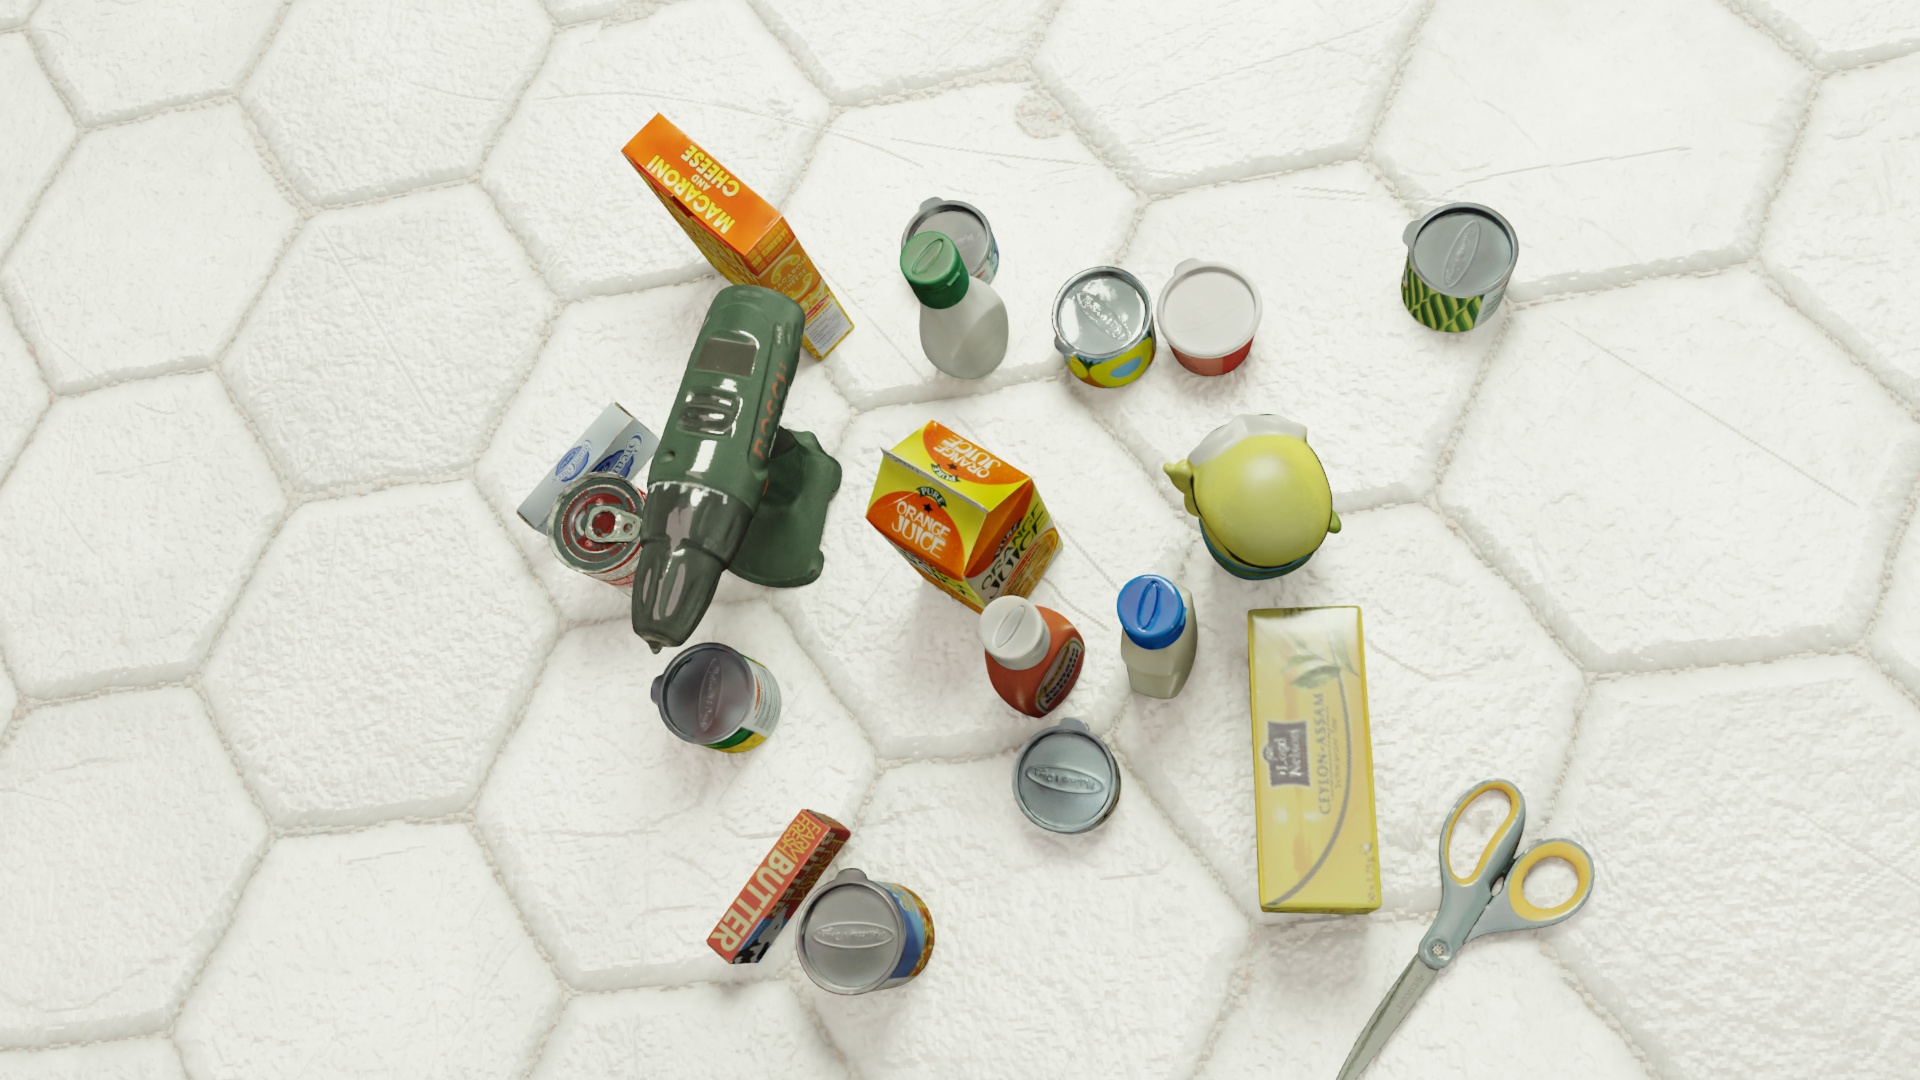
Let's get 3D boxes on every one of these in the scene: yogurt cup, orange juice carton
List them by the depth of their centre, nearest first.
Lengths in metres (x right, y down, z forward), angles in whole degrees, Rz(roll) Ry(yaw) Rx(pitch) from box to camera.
[{"bbox_3d":[0.003,-0.011,0.843,0.072,0.192,0.073,32,83,18],"label":"orange juice carton"},{"bbox_3d":[0.166,-0.143,0.921,0.072,0.054,0.072,-3,74,11],"label":"yogurt cup"}]

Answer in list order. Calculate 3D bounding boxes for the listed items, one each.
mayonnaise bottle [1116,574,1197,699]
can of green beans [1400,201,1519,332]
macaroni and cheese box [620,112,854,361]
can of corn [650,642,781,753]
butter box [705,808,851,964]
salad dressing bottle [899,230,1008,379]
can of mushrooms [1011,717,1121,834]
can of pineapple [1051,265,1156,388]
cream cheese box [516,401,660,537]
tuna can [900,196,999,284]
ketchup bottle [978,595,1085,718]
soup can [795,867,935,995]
[{"bbox_3d":[0.117,0.054,0.825,0.041,0.148,0.065,12,78,15],"label":"mayonnaise bottle"},{"bbox_3d":[0.320,-0.175,0.896,0.071,0.057,0.071,-3,74,11],"label":"can of green beans"},{"bbox_3d":[-0.147,-0.201,0.943,0.124,0.166,0.040,42,87,19],"label":"macaroni and cheese box"},{"bbox_3d":[-0.160,0.105,0.915,0.071,0.058,0.071,-3,74,11],"label":"can of corn"},{"bbox_3d":[-0.114,0.218,0.876,0.024,0.053,0.103,34,84,18],"label":"butter box"},{"bbox_3d":[-0.005,-0.153,0.910,0.044,0.147,0.064,38,85,19],"label":"salad dressing bottle"},{"bbox_3d":[0.067,0.148,0.869,0.071,0.033,0.071,-3,74,11],"label":"can of mushrooms"},{"bbox_3d":[0.096,-0.141,0.933,0.071,0.057,0.071,-3,74,11],"label":"can of pineapple"},{"bbox_3d":[-0.261,-0.046,0.982,0.024,0.053,0.104,38,85,19],"label":"cream cheese box"},{"bbox_3d":[-0.008,-0.207,0.986,0.071,0.032,0.071,-3,74,11],"label":"tuna can"},{"bbox_3d":[0.041,0.066,0.837,0.043,0.148,0.065,29,83,18],"label":"ketchup bottle"},{"bbox_3d":[-0.056,0.237,0.842,0.071,0.083,0.071,-3,74,11],"label":"soup can"}]
